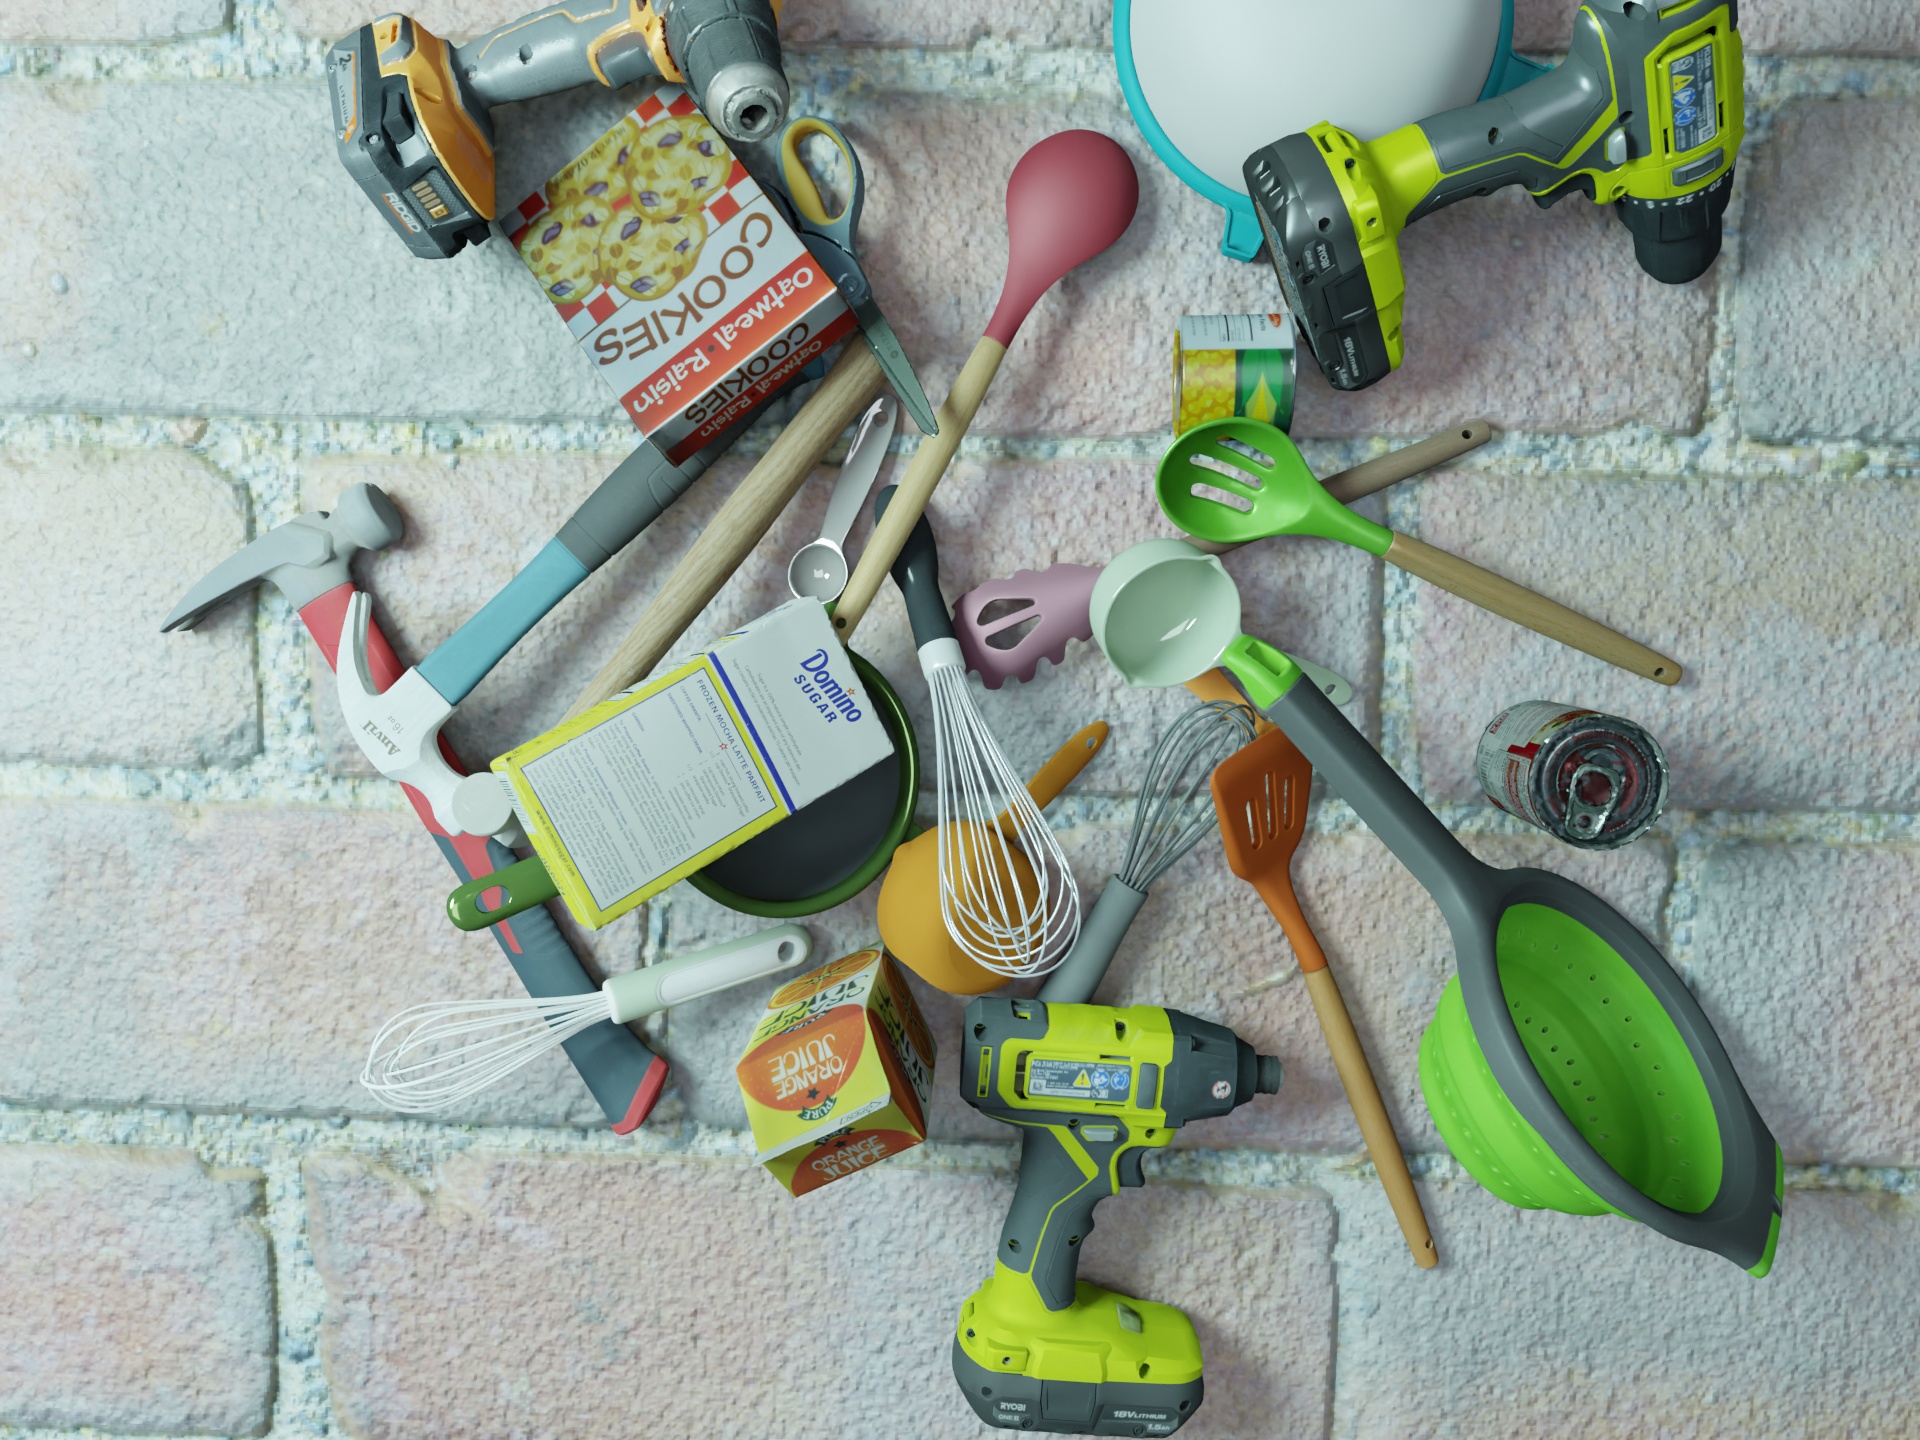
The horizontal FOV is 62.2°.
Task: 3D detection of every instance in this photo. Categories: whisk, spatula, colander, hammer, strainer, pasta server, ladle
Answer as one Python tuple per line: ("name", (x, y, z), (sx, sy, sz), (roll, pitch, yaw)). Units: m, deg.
("whisk", (-0.195, 0.154, 0.855), (0.246, 0.059, 0.057), (-16, 104, -20))
("spatula", (0.209, 0.158, 0.875), (0.081, 0.041, 0.322), (-26, 97, -30))
("whisk", (0.000, -0.003, 0.821), (0.070, 0.070, 0.285), (-18, 67, 4))
("colander", (0.253, 0.126, 0.829), (0.397, 0.204, 0.094), (48, 128, 2))
("hammer", (-0.291, 0.069, 0.892), (0.143, 0.038, 0.386), (-30, 93, 6))
("strainer", (0.155, -0.423, 0.800), (0.211, 0.095, 0.340), (-28, 95, 5))
("hammer", (-0.142, -0.071, 0.846), (0.031, 0.130, 0.331), (37, 85, 4))
("hammer", (-0.197, -0.097, 0.853), (0.331, 0.033, 0.128), (-45, 96, -3))
("whisk", (0.092, 0.092, 0.874), (0.055, 0.055, 0.239), (29, 100, 0))
("pasta server", (0.138, -0.097, 0.864), (0.316, 0.040, 0.060), (-22, 85, 0))
("strainer", (-0.147, 0.048, 0.839), (0.256, 0.069, 0.151), (-23, 98, -21))
("ladle", (0.005, -0.176, 0.837), (0.069, 0.031, 0.315), (28, 88, 5))

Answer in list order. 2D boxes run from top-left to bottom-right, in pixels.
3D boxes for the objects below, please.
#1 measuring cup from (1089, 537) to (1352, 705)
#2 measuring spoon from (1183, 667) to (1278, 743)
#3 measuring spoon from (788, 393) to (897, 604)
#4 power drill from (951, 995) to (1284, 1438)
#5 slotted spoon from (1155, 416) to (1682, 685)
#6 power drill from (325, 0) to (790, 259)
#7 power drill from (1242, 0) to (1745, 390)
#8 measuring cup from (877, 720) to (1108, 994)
("measuring cup", (0.142, -0.045, 0.852), (0.167, 0.038, 0.083), (20, 113, -28))
("measuring spoon", (0.135, -0.022, 0.877), (0.117, 0.011, 0.021), (43, 95, 0))
("measuring spoon", (-0.060, -0.121, 0.879), (0.034, 0.018, 0.124), (22, 89, 12))
("power drill", (0.079, 0.265, 0.862), (0.171, 0.080, 0.223), (5, 100, -2))
("slotted spoon", (0.246, -0.082, 0.841), (0.313, 0.031, 0.070), (22, 118, -9))
("power drill", (-0.194, -0.318, 0.797), (0.226, 0.084, 0.186), (-24, 56, 5))
("power drill", (0.273, -0.258, 0.789), (0.228, 0.190, 0.080), (-24, 50, 11))
("measuring cup", (0.034, 0.072, 0.857), (0.173, 0.052, 0.095), (-47, 127, -6))
